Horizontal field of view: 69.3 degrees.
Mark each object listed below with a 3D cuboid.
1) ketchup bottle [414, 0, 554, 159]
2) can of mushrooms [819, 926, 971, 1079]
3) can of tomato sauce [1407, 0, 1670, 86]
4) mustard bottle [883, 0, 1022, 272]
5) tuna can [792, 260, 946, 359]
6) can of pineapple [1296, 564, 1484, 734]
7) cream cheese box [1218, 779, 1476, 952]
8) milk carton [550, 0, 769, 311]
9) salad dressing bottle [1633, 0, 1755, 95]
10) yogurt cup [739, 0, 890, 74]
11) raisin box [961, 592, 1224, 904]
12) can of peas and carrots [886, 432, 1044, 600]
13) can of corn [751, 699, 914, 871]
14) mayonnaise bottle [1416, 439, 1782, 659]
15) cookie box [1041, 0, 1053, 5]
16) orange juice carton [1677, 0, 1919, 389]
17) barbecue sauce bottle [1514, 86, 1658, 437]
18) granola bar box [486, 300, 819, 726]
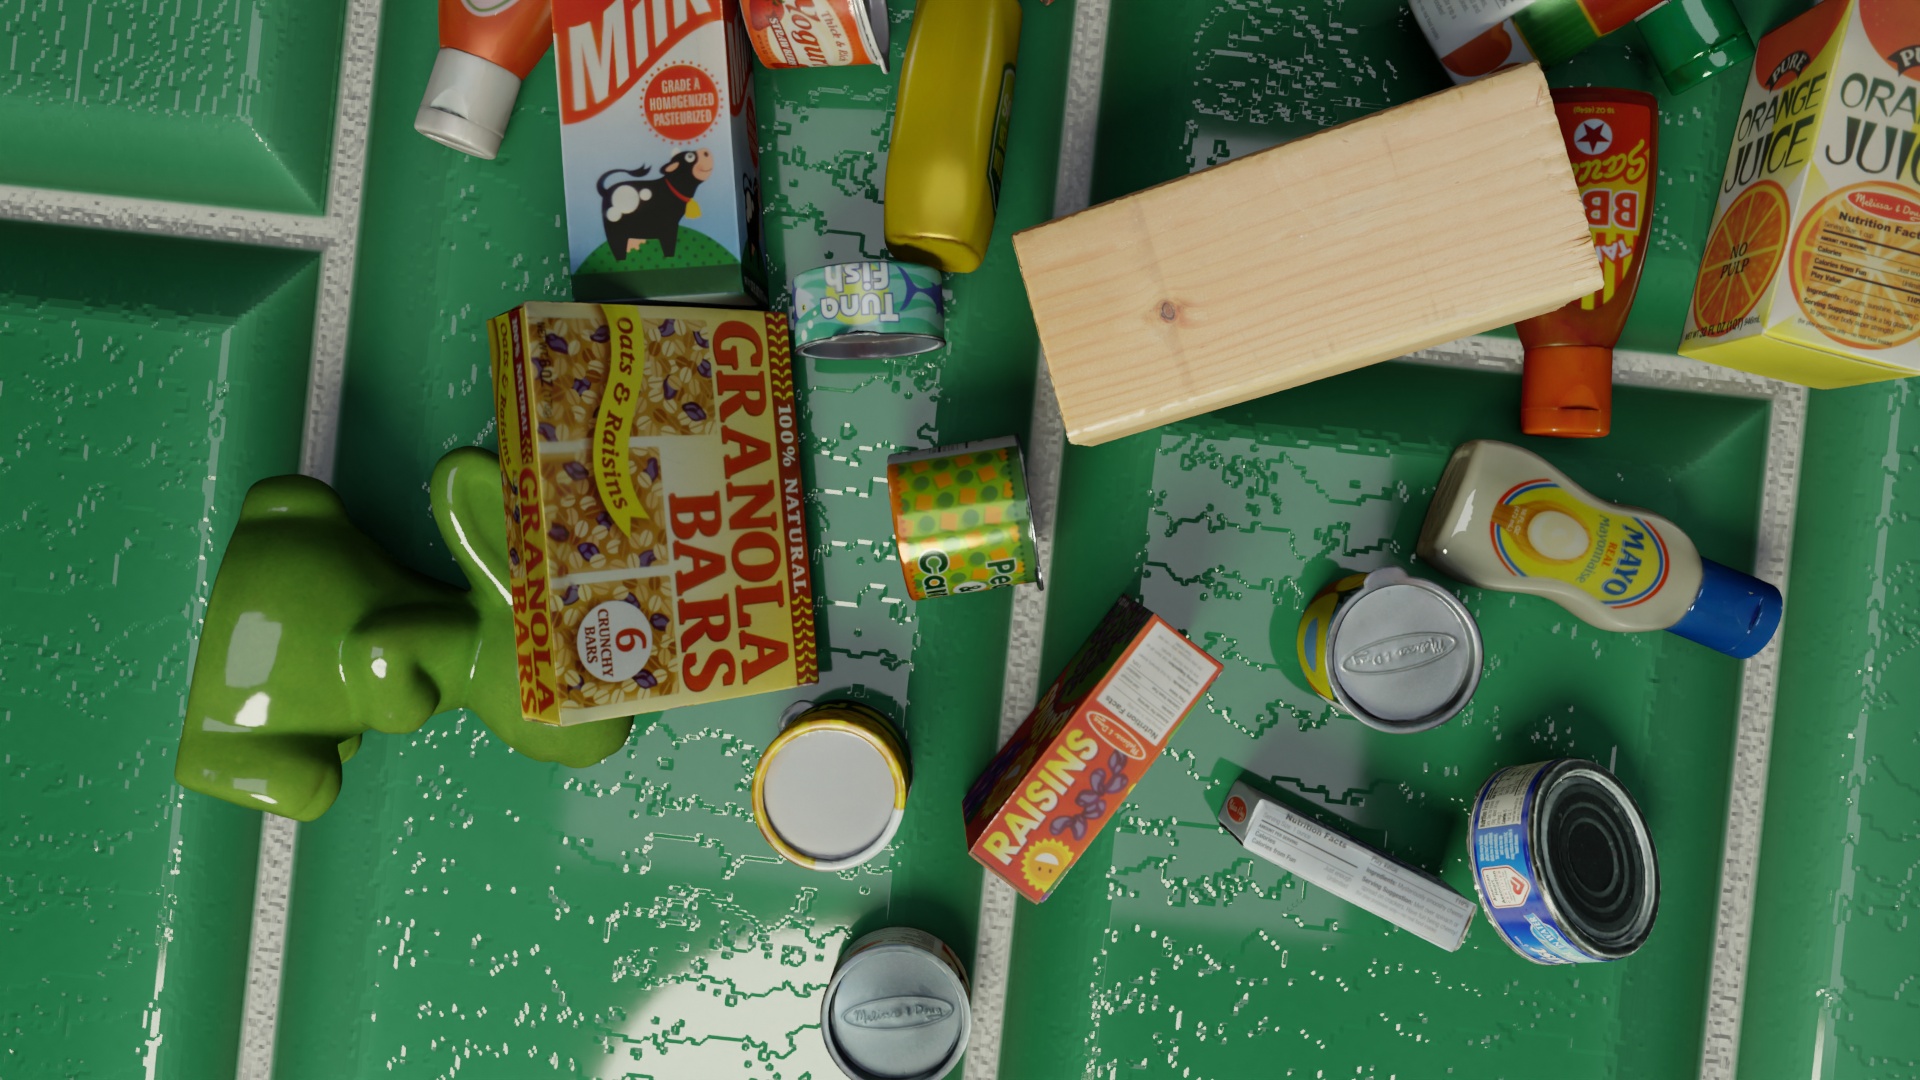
[{"bbox_3d":[-0.202,-0.246,0.618,0.065,0.043,0.148,18,91,1],"label":"ketchup bottle"},{"bbox_3d":[-0.028,0.211,0.621,0.071,0.033,0.071,0,90,0],"label":"can of mushrooms"},{"bbox_3d":[0.242,-0.231,0.586,0.083,0.071,0.071,-29,90,32],"label":"can of tomato sauce"},{"bbox_3d":[0.000,-0.201,0.606,0.049,0.065,0.160,8,87,5],"label":"mustard bottle"},{"bbox_3d":[-0.040,-0.099,0.602,0.071,0.071,0.033,-4,89,1],"label":"tuna can"},{"bbox_3d":[0.185,0.046,0.605,0.071,0.058,0.071,0,90,1],"label":"can of pineapple"},{"bbox_3d":[0.167,0.141,0.608,0.104,0.053,0.024,26,90,0],"label":"cream cheese box"},{"bbox_3d":[-0.130,-0.194,0.602,0.073,0.072,0.190,-4,90,1],"label":"milk carton"},{"bbox_3d":[0.298,-0.270,0.611,0.064,0.044,0.147,-27,91,4],"label":"salad dressing bottle"},{"bbox_3d":[-0.064,-0.239,0.607,0.054,0.072,0.072,-7,90,9],"label":"yogurt cup"},{"bbox_3d":[0.053,0.086,0.593,0.040,0.086,0.123,38,91,-4],"label":"raisin box"},{"bbox_3d":[0.002,-0.008,0.603,0.059,0.071,0.071,-9,90,2],"label":"can of peas and carrots"},{"bbox_3d":[-0.057,0.104,0.609,0.071,0.058,0.071,0,90,1],"label":"can of corn"},{"bbox_3d":[0.282,0.008,0.612,0.148,0.041,0.065,22,89,1],"label":"mayonnaise bottle"},{"bbox_3d":[0.039,-0.346,0.617,0.123,0.040,0.167,-36,89,1],"label":"cookie box"},{"bbox_3d":[0.383,-0.167,0.595,0.073,0.072,0.192,14,91,1],"label":"orange juice carton"},{"bbox_3d":[0.269,-0.120,0.611,0.065,0.043,0.148,2,91,4],"label":"barbecue sauce bottle"},{"bbox_3d":[-0.127,-0.014,0.586,0.124,0.039,0.165,-5,90,-41],"label":"granola bar box"}]
